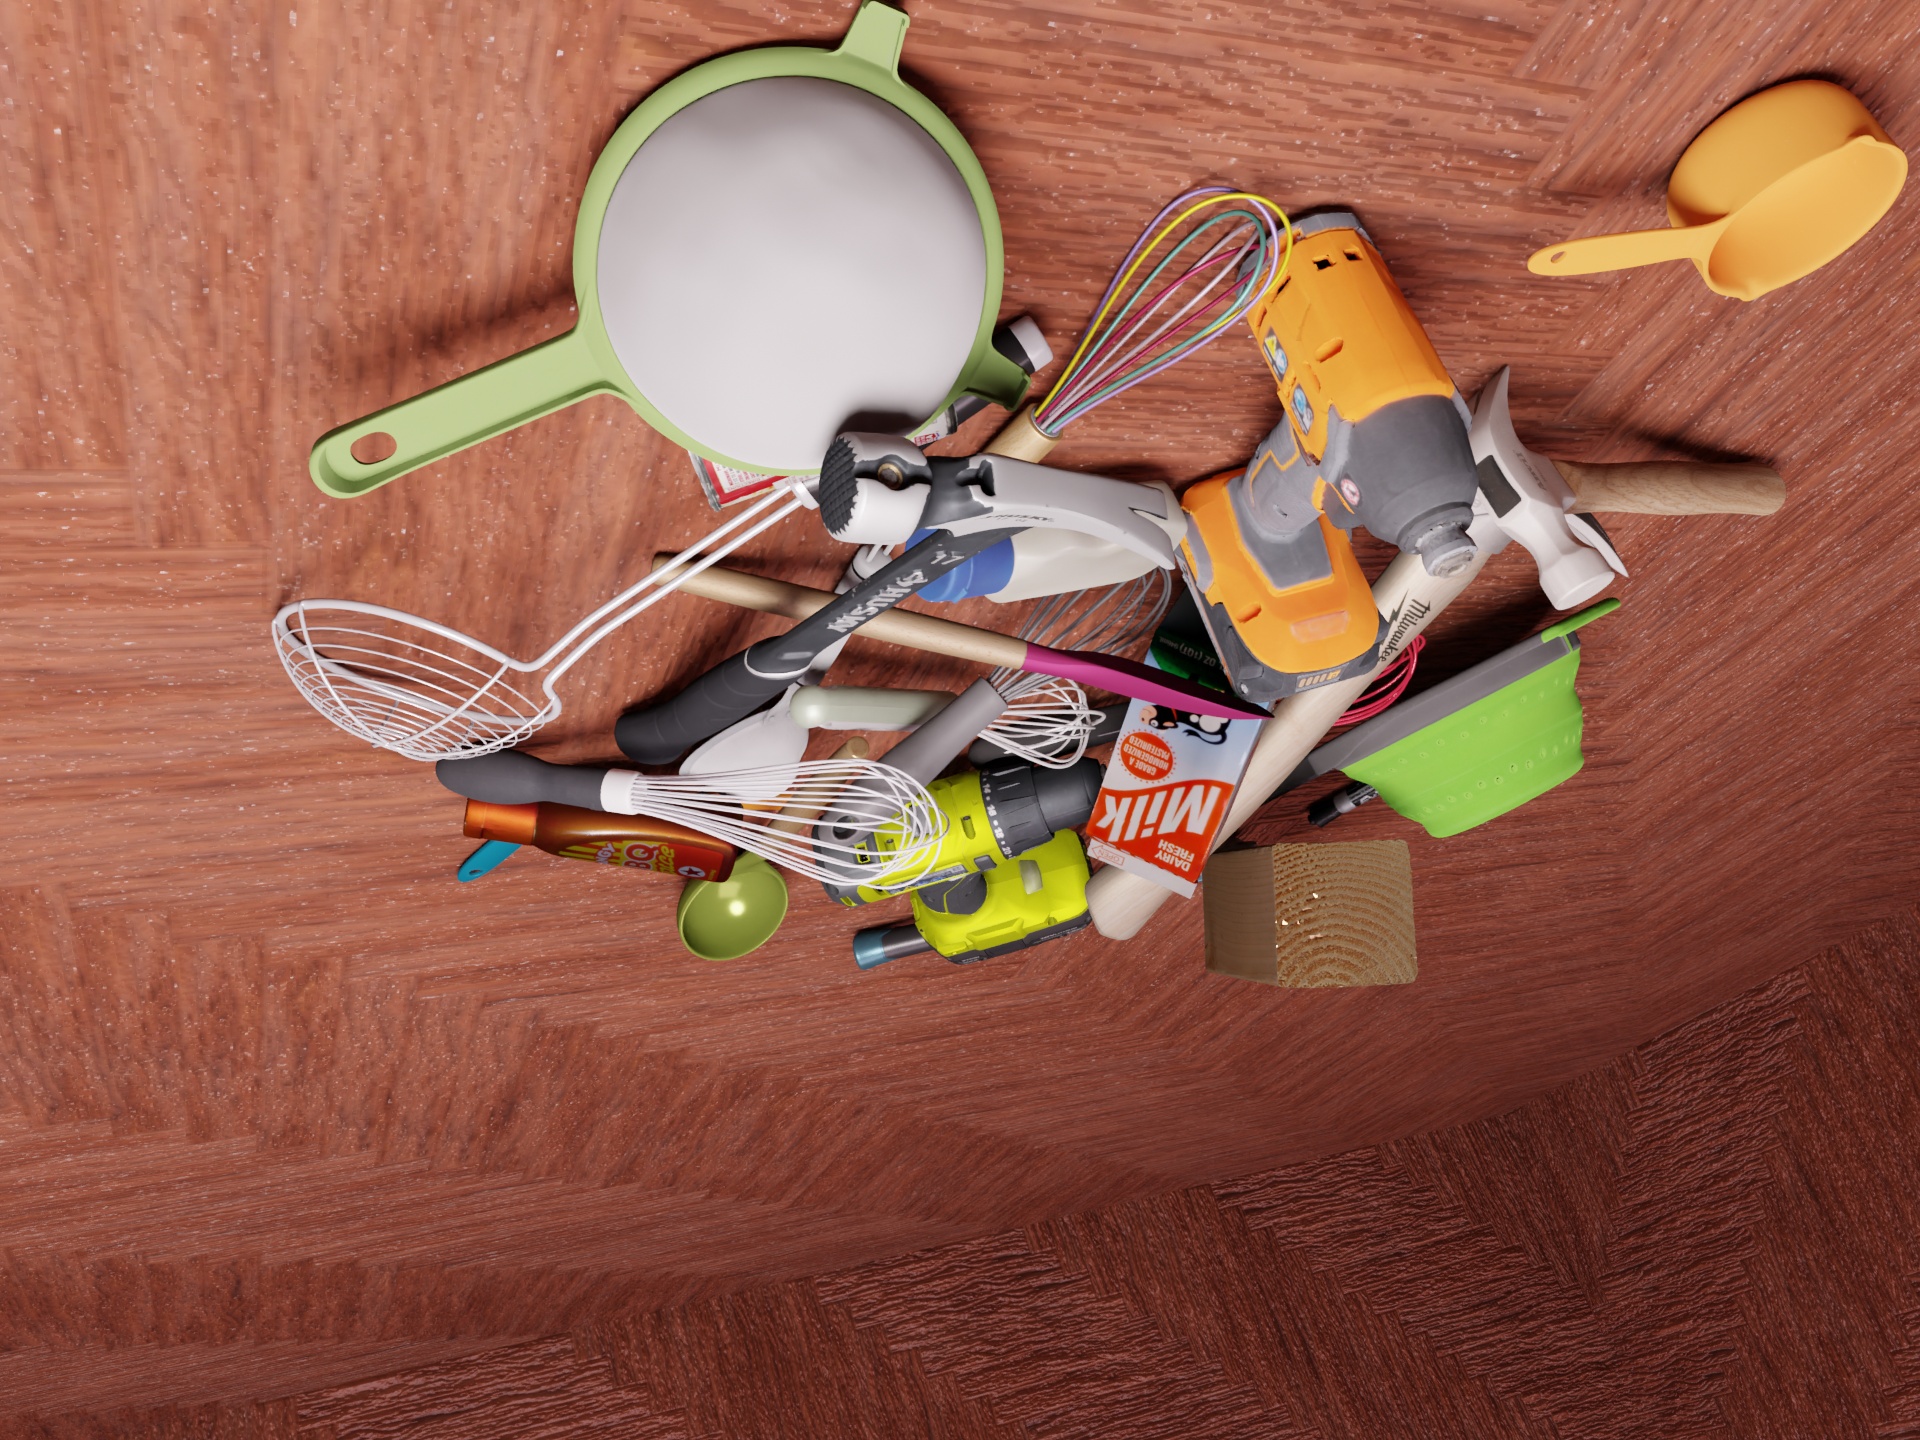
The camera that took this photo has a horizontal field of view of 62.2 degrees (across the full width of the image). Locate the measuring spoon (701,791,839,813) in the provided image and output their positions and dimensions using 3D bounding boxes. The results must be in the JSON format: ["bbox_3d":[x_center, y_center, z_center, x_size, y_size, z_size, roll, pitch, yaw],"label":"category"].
[{"bbox_3d":[-0.118,0.055,1.014,0.116,0.011,0.021,5,146,-39],"label":"measuring spoon"}]

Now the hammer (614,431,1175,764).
[{"bbox_3d":[-0.068,-0.035,0.709,0.149,0.036,0.409,0,167,-30],"label":"hammer"}]

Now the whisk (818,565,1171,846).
[{"bbox_3d":[0.019,-0.012,0.847,0.239,0.055,0.055,-40,153,-3],"label":"whisk"}]

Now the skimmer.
[{"bbox_3d":[-0.132,-0.090,0.703,0.363,0.090,0.127,-32,149,5],"label":"skimmer"}]

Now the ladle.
[{"bbox_3d":[-0.108,0.081,0.962,0.078,0.062,0.320,-11,164,-27],"label":"ladle"}]

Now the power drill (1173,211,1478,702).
[{"bbox_3d":[0.167,-0.095,0.729,0.084,0.164,0.226,-15,156,-9],"label":"power drill"}]

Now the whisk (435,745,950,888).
[{"bbox_3d":[-0.144,0.041,0.815,0.284,0.070,0.070,6,158,14],"label":"whisk"}]

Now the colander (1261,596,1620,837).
[{"bbox_3d":[0.296,0.048,1.119,0.204,0.094,0.397,-20,170,-45],"label":"colander"}]

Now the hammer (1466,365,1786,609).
[{"bbox_3d":[0.375,-0.130,0.873,0.331,0.130,0.031,-8,153,-43],"label":"hammer"}]

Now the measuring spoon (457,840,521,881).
[{"bbox_3d":[-0.258,0.073,0.946,0.128,0.021,0.042,-35,149,28],"label":"measuring spoon"}]

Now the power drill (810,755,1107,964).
[{"bbox_3d":[0.023,0.092,1.079,0.190,0.080,0.228,-17,157,8],"label":"power drill"}]

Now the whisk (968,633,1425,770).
[{"bbox_3d":[0.148,-0.011,1.007,0.296,0.073,0.073,-14,154,7],"label":"whisk"}]

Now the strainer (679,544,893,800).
[{"bbox_3d":[-0.088,-0.017,0.863,0.087,0.050,0.258,-17,156,-39],"label":"strainer"}]

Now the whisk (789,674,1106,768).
[{"bbox_3d":[-0.001,-0.003,0.901,0.058,0.059,0.246,-4,175,42],"label":"whisk"}]

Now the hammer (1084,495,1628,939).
[{"bbox_3d":[0.209,0.008,0.963,0.146,0.038,0.410,22,128,-18],"label":"hammer"}]

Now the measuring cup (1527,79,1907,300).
[{"bbox_3d":[0.317,-0.228,0.691,0.173,0.052,0.095,-11,153,-9],"label":"measuring cup"}]

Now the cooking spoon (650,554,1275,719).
[{"bbox_3d":[0.006,-0.038,0.783,0.318,0.069,0.017,13,102,-13],"label":"cooking spoon"}]

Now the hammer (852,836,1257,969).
[{"bbox_3d":[0.078,0.146,1.262,0.331,0.033,0.128,-14,179,1],"label":"hammer"}]

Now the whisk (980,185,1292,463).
[{"bbox_3d":[0.054,-0.142,0.703,0.047,0.051,0.245,-2,153,-41],"label":"whisk"}]

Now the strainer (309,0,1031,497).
[{"bbox_3d":[-0.102,-0.122,0.535,0.256,0.069,0.151,-22,124,1],"label":"strainer"}]
